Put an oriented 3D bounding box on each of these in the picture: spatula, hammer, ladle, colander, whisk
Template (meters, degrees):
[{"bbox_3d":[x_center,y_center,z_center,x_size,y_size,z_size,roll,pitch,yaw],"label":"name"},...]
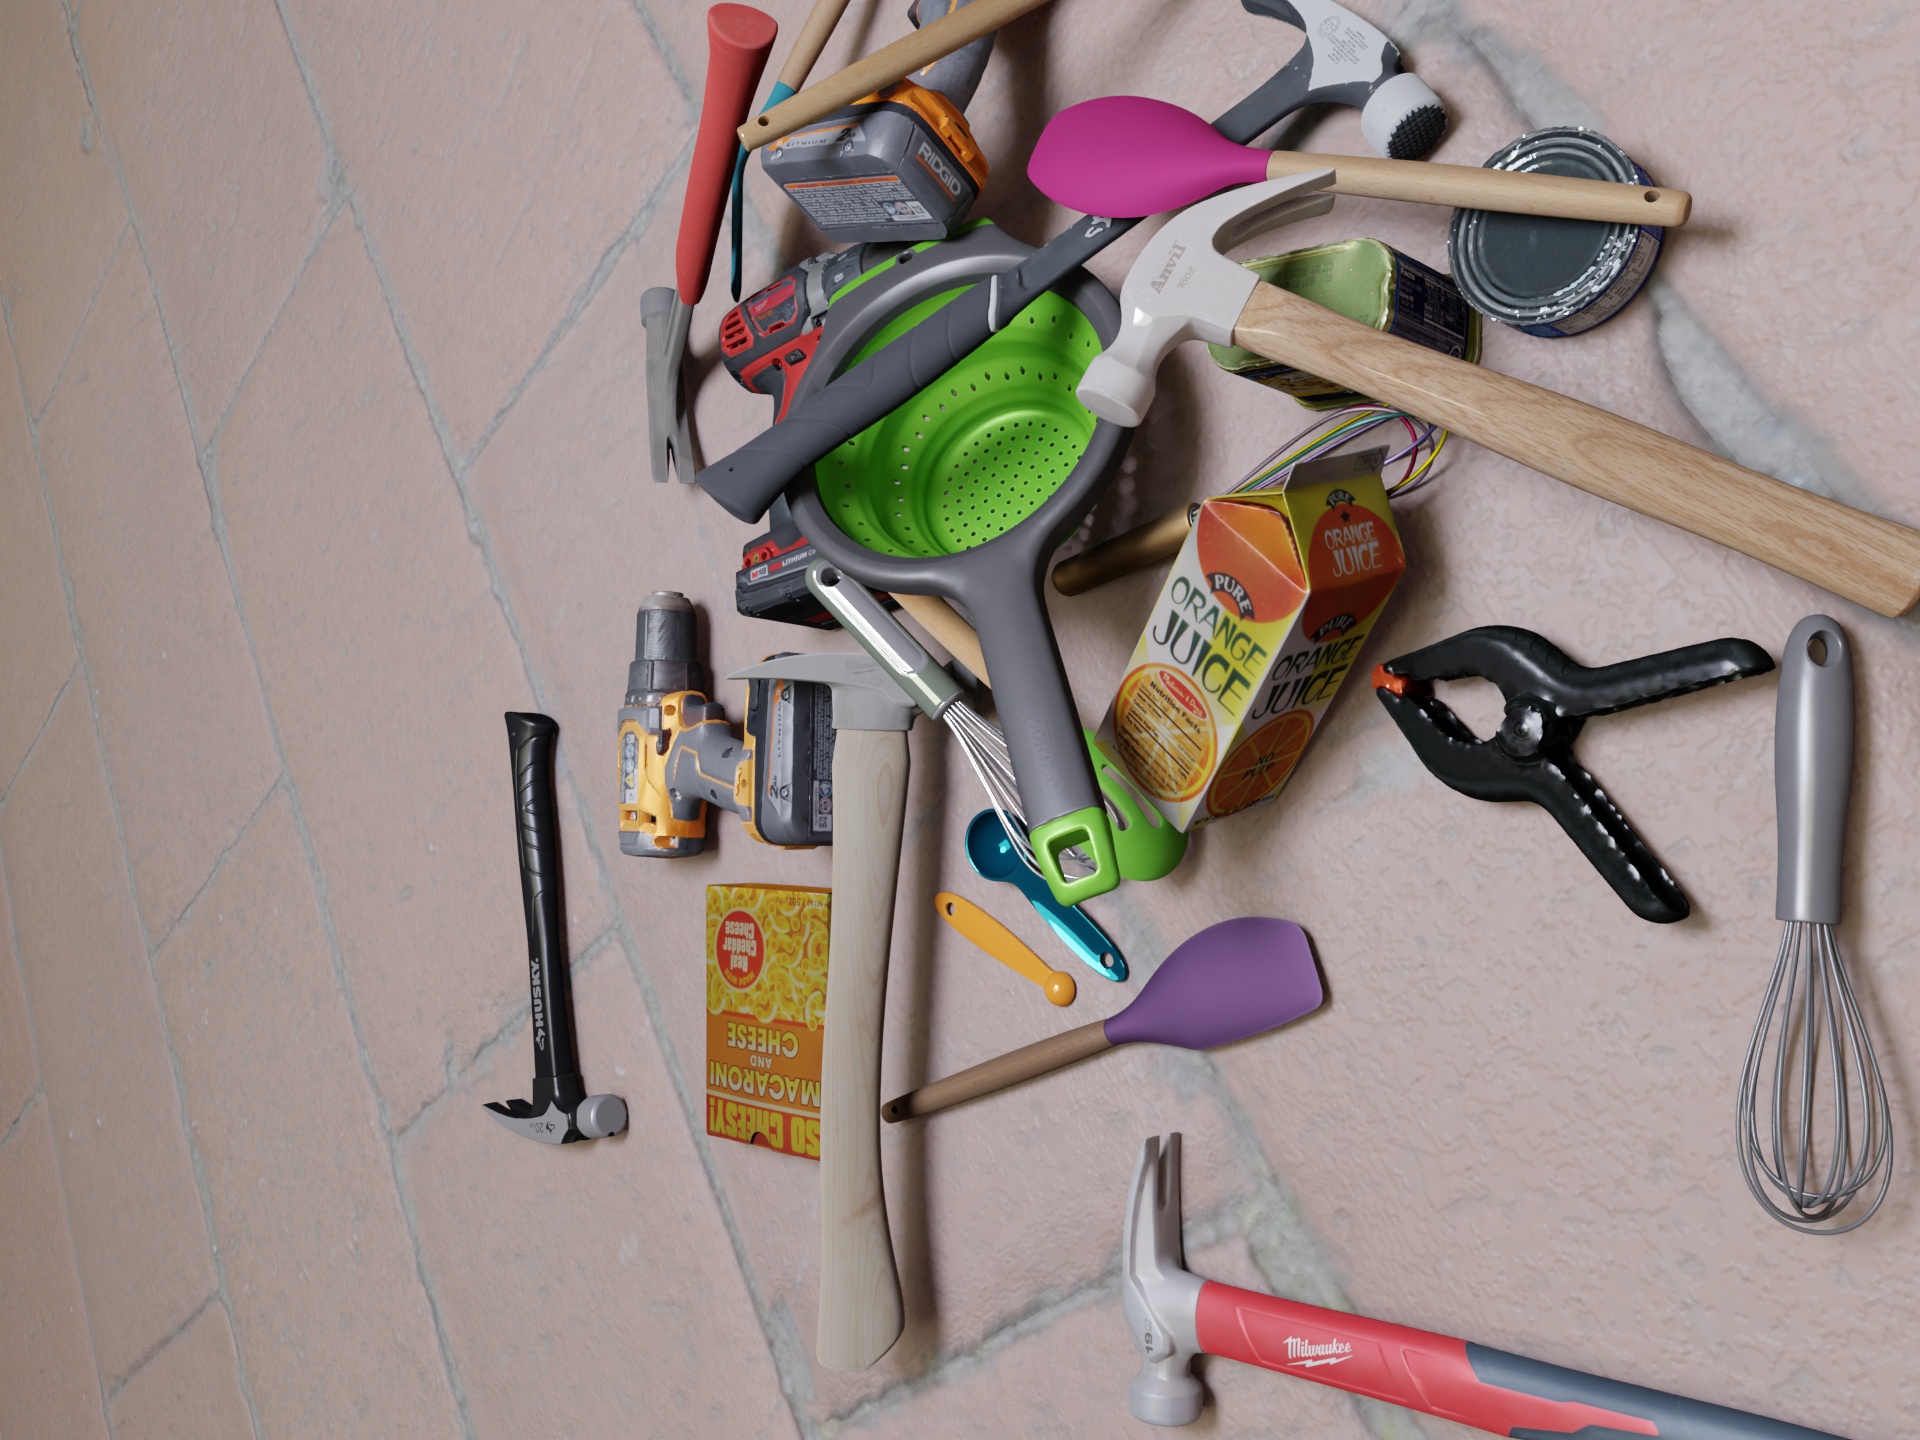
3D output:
[{"bbox_3d":[0.064,0.176,0.877,0.316,0.018,0.060,-30,65,37],"label":"spatula"},{"bbox_3d":[0.222,-0.126,0.644,0.331,0.031,0.130,26,83,14],"label":"hammer"},{"bbox_3d":[-0.070,0.166,0.922,0.038,0.146,0.410,173,99,-82],"label":"hammer"},{"bbox_3d":[0.029,-0.372,0.801,0.320,0.062,0.078,-28,76,-3],"label":"ladle"},{"bbox_3d":[-0.088,-0.419,1.011,0.317,0.044,0.082,-61,8,6],"label":"spatula"},{"bbox_3d":[0.029,-0.078,0.830,0.204,0.094,0.397,-23,60,16],"label":"colander"},{"bbox_3d":[0.234,0.280,0.702,0.386,0.038,0.143,-3,84,43],"label":"hammer"},{"bbox_3d":[-0.326,0.155,1.229,0.146,0.035,0.335,-16,77,41],"label":"hammer"},{"bbox_3d":[0.032,-0.230,0.815,0.409,0.036,0.149,-33,59,11],"label":"hammer"},{"bbox_3d":[0.138,-0.106,0.808,0.245,0.051,0.047,-20,80,44],"label":"whisk"},{"bbox_3d":[0.333,0.077,0.617,0.055,0.055,0.239,-1,83,43],"label":"whisk"},{"bbox_3d":[-0.001,-0.003,0.884,0.058,0.059,0.246,-41,79,-13],"label":"whisk"},{"bbox_3d":[-0.162,-0.292,0.984,0.359,0.036,0.149,130,135,-64],"label":"hammer"}]

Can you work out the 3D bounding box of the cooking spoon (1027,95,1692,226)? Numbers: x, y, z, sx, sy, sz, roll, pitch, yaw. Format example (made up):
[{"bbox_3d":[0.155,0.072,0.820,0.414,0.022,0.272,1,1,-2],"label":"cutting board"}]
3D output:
[{"bbox_3d":[0.166,-0.250,0.725,0.319,0.017,0.069,19,80,32],"label":"cooking spoon"}]

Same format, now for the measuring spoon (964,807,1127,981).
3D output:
[{"bbox_3d":[0.053,0.099,0.898,0.129,0.021,0.042,45,117,24],"label":"measuring spoon"}]

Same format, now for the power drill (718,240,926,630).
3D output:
[{"bbox_3d":[-0.069,-0.184,0.982,0.188,0.080,0.227,-15,75,41],"label":"power drill"}]

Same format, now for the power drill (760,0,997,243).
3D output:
[{"bbox_3d":[-0.021,-0.386,0.905,0.164,0.084,0.226,14,73,43],"label":"power drill"}]

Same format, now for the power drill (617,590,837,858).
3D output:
[{"bbox_3d":[-0.151,-0.001,1.048,0.226,0.084,0.185,-4,84,47],"label":"power drill"}]

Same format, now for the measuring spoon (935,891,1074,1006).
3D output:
[{"bbox_3d":[0.022,0.131,0.923,0.117,0.011,0.021,32,109,39],"label":"measuring spoon"}]

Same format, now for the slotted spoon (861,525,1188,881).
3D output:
[{"bbox_3d":[0.008,-0.035,0.867,0.314,0.070,0.031,45,150,19],"label":"slotted spoon"}]
